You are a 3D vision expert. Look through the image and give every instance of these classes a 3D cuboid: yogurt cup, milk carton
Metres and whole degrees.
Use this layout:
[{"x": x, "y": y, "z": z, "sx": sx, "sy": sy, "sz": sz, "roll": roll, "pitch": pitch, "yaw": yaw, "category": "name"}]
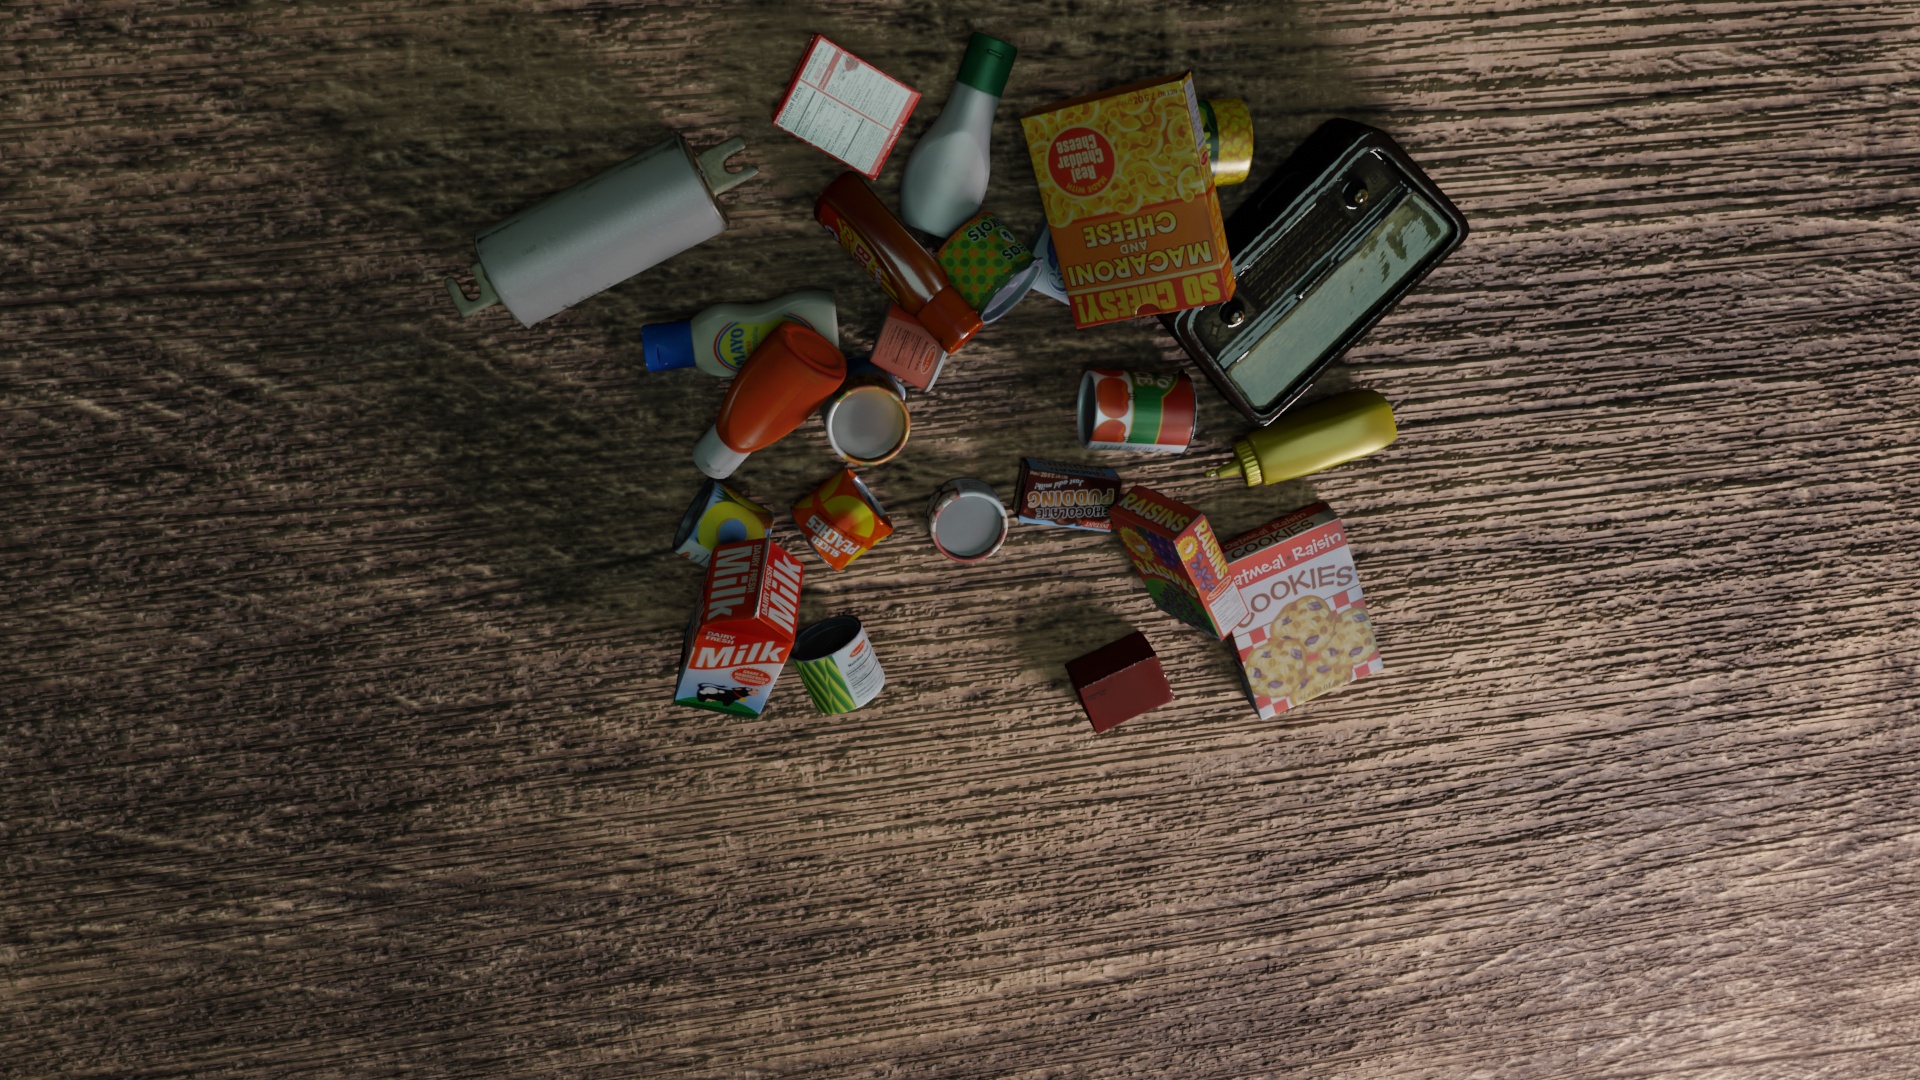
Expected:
[{"x": -0.038, "y": -0.156, "z": 1.085, "sx": 0.054, "sy": 0.072, "sz": 0.072, "roll": 20, "pitch": 107, "yaw": -9, "category": "yogurt cup"}, {"x": -0.172, "y": 0.067, "z": 1.092, "sx": 0.073, "sy": 0.073, "sz": 0.189, "roll": 12, "pitch": 146, "yaw": -14, "category": "milk carton"}]

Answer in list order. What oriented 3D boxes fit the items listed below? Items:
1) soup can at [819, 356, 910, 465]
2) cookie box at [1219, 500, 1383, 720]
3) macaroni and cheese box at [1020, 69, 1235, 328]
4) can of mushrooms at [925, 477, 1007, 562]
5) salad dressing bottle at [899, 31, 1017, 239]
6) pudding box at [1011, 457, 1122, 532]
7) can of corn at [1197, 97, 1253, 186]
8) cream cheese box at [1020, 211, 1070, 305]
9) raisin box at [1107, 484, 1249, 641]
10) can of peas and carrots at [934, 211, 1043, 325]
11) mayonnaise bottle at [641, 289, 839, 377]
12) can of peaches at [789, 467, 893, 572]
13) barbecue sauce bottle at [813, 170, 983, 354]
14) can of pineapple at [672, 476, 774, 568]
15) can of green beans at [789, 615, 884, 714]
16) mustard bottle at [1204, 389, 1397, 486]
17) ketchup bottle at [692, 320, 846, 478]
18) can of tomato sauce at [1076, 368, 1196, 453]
[{"x": -0.073, "y": -0.102, "z": 1.088, "sx": 0.071, "sy": 0.084, "sz": 0.071, "roll": -4, "pitch": 112, "yaw": -9, "category": "soup can"}, {"x": 0.297, "y": 0.063, "z": 1.246, "sx": 0.123, "sy": 0.040, "sz": 0.166, "roll": -23, "pitch": 115, "yaw": 0, "category": "cookie box"}, {"x": 0.126, "y": -0.249, "z": 1.033, "sx": 0.123, "sy": 0.040, "sz": 0.165, "roll": -7, "pitch": 115, "yaw": 24, "category": "macaroni and cheese box"}, {"x": 0.004, "y": -0.015, "z": 1.165, "sx": 0.071, "sy": 0.033, "sz": 0.070, "roll": -4, "pitch": 112, "yaw": -9, "category": "can of mushrooms"}, {"x": 0.000, "y": -0.303, "z": 1.043, "sx": 0.064, "sy": 0.044, "sz": 0.147, "roll": 18, "pitch": 107, "yaw": -14, "category": "salad dressing bottle"}, {"x": 0.089, "y": -0.038, "z": 1.173, "sx": 0.084, "sy": 0.030, "sz": 0.049, "roll": 7, "pitch": 111, "yaw": -12, "category": "pudding box"}, {"x": 0.186, "y": -0.302, "z": 1.061, "sx": 0.058, "sy": 0.071, "sz": 0.071, "roll": -6, "pitch": 113, "yaw": -8, "category": "can of corn"}, {"x": 0.088, "y": -0.241, "z": 1.094, "sx": 0.053, "sy": 0.024, "sz": 0.103, "roll": 20, "pitch": 107, "yaw": -16, "category": "cream cheese box"}, {"x": 0.184, "y": 0.018, "z": 1.166, "sx": 0.040, "sy": 0.086, "sz": 0.123, "roll": -42, "pitch": 126, "yaw": -14, "category": "raisin box"}, {"x": 0.021, "y": -0.210, "z": 1.060, "sx": 0.071, "sy": 0.071, "sz": 0.059, "roll": -44, "pitch": 82, "yaw": 9, "category": "can of peas and carrots"}, {"x": -0.169, "y": -0.155, "z": 1.073, "sx": 0.148, "sy": 0.041, "sz": 0.064, "roll": -7, "pitch": 120, "yaw": -8, "category": "mayonnaise bottle"}, {"x": -0.096, "y": -0.017, "z": 1.126, "sx": 0.058, "sy": 0.071, "sz": 0.071, "roll": -36, "pitch": 113, "yaw": 5, "category": "can of peaches"}, {"x": -0.045, "y": -0.205, "z": 1.036, "sx": 0.044, "sy": 0.065, "sz": 0.148, "roll": -43, "pitch": 89, "yaw": -9, "category": "barbecue sauce bottle"}, {"x": -0.189, "y": -0.009, "z": 1.116, "sx": 0.058, "sy": 0.071, "sz": 0.071, "roll": 30, "pitch": 104, "yaw": -20, "category": "can of pineapple"}, {"x": -0.104, "y": 0.105, "z": 1.177, "sx": 0.071, "sy": 0.071, "sz": 0.057, "roll": -22, "pitch": 115, "yaw": 0, "category": "can of green beans"}, {"x": 0.283, "y": -0.080, "z": 1.174, "sx": 0.160, "sy": 0.065, "sz": 0.048, "roll": -20, "pitch": 109, "yaw": 5, "category": "mustard bottle"}, {"x": -0.153, "y": -0.102, "z": 1.068, "sx": 0.064, "sy": 0.044, "sz": 0.148, "roll": 31, "pitch": 128, "yaw": -25, "category": "ketchup bottle"}, {"x": 0.143, "y": -0.108, "z": 1.135, "sx": 0.083, "sy": 0.071, "sz": 0.071, "roll": 2, "pitch": 112, "yaw": -10, "category": "can of tomato sauce"}]
